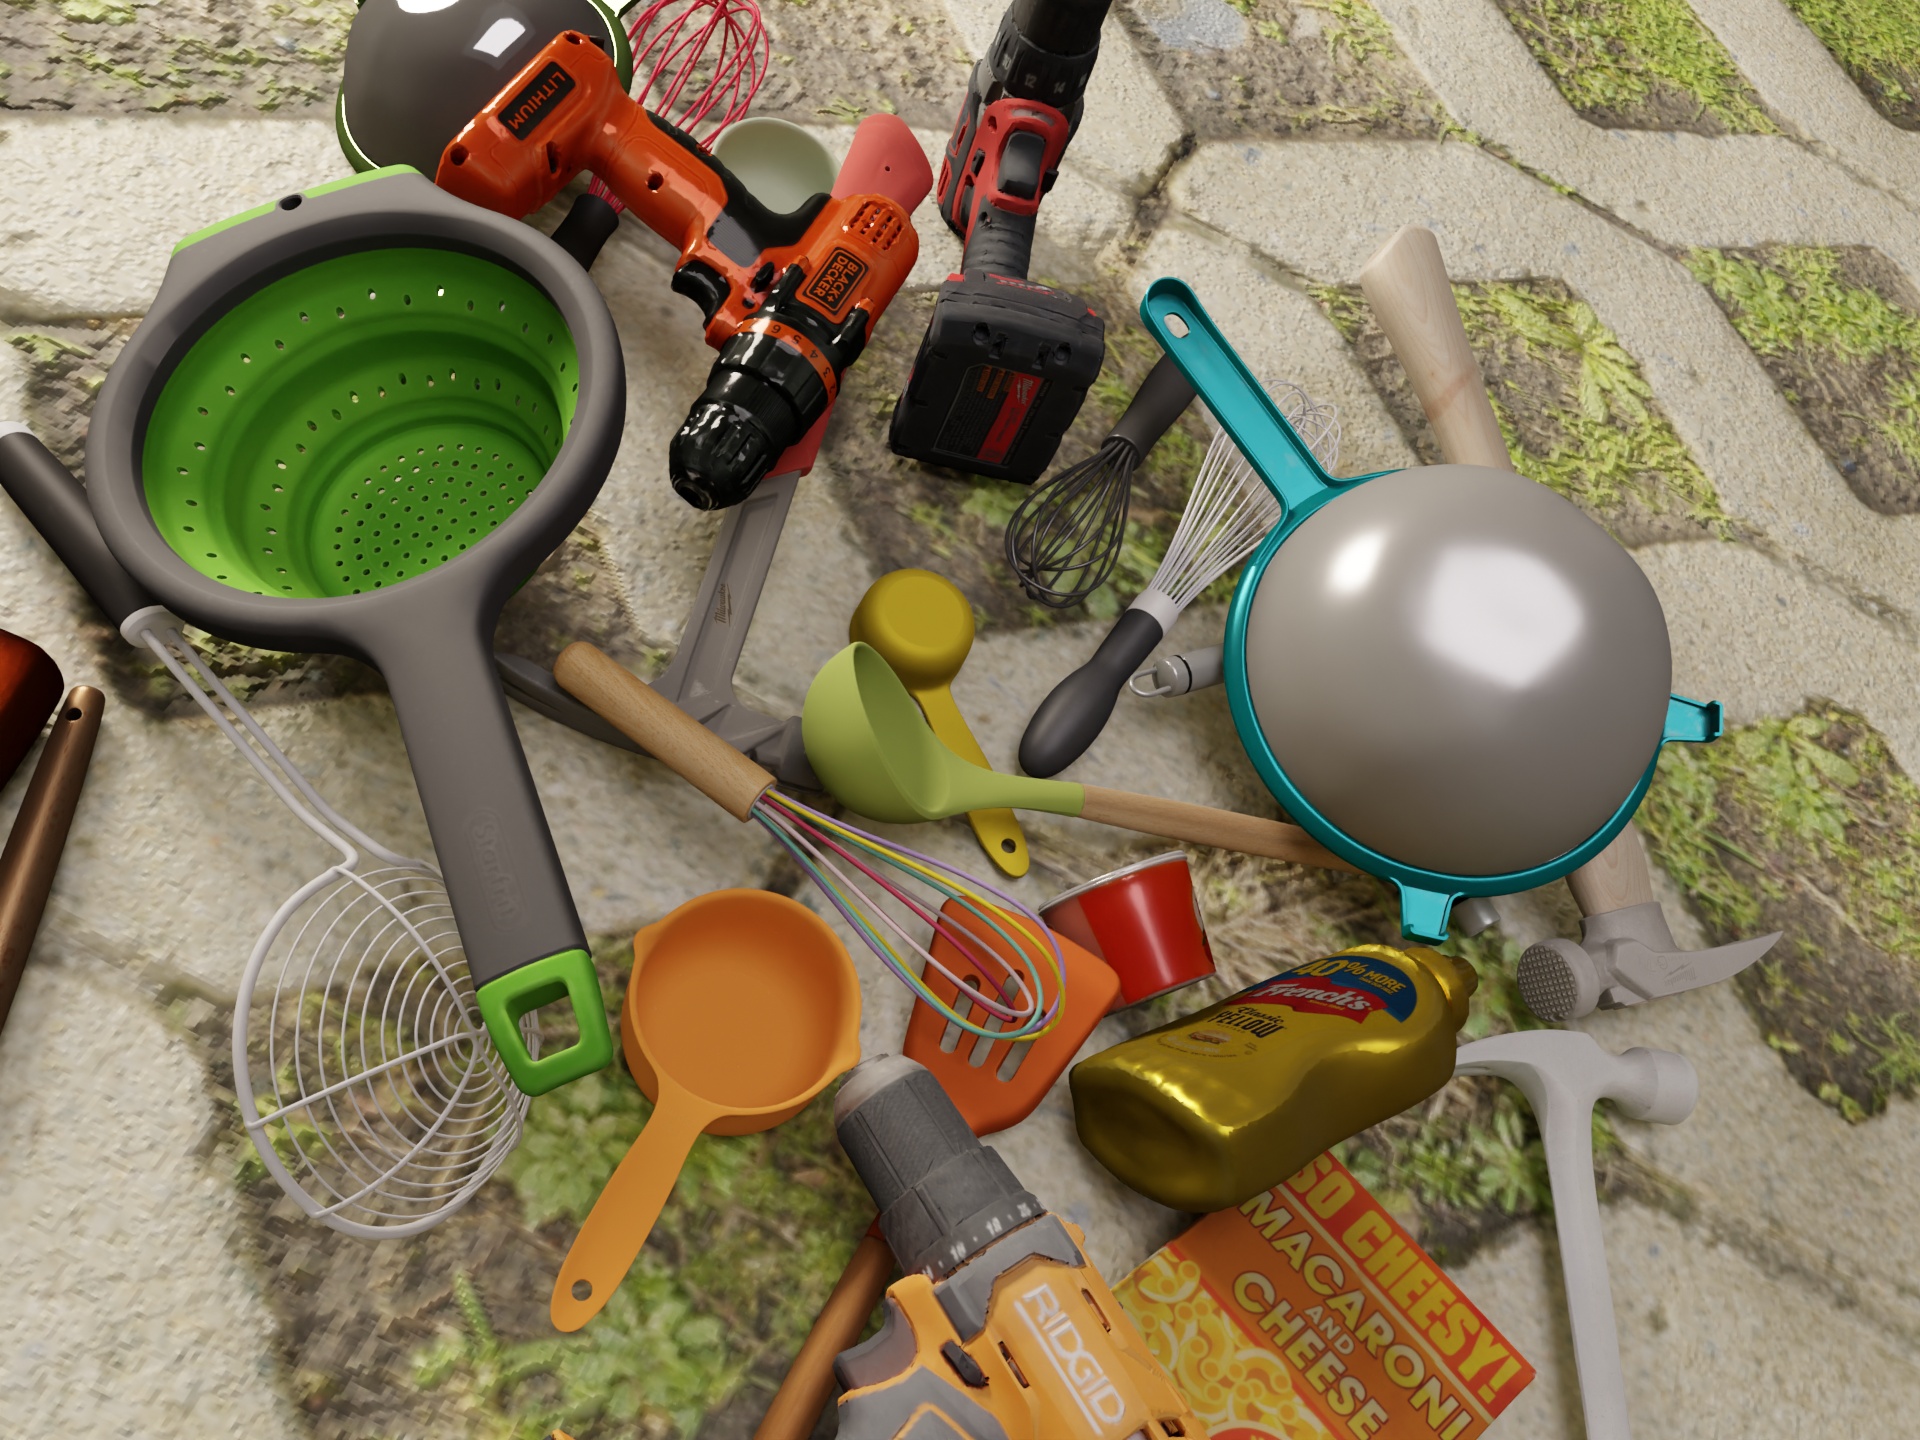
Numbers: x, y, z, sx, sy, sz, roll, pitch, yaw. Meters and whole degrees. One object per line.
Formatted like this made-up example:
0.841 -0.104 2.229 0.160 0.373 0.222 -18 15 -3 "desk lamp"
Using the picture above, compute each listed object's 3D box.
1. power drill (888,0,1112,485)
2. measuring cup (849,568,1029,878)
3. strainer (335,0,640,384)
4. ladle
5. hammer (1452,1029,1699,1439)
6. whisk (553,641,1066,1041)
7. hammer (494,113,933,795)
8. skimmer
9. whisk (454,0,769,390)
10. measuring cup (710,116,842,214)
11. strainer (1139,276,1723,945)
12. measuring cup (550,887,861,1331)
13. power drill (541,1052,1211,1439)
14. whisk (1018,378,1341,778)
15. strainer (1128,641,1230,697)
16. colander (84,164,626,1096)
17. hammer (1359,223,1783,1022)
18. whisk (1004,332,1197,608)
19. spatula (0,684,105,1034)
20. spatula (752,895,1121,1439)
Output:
0.029 -0.253 0.782 0.080 0.187 0.227 11 63 -11 "power drill"
-0.001 -0.002 0.719 0.062 0.029 0.157 -14 66 -26 "measuring cup"
-0.241 -0.276 0.738 0.151 0.069 0.257 0 64 7 "strainer"
0.080 0.032 0.697 0.320 0.062 0.078 12 41 -23 "ladle"
0.256 0.318 0.628 0.144 0.035 0.406 12 59 -14 "hammer"
-0.063 0.048 0.623 0.245 0.047 0.051 35 57 9 "whisk"
-0.088 -0.146 0.742 0.149 0.036 0.359 19 65 -9 "hammer"
-0.282 0.026 0.592 0.363 0.090 0.127 43 18 20 "skimmer"
-0.173 -0.267 0.794 0.073 0.073 0.296 25 63 -5 "whisk"
-0.093 -0.225 0.814 0.083 0.038 0.168 0 76 -26 "measuring cup"
0.194 -0.085 0.716 0.211 0.095 0.340 -32 79 -15 "strainer"
-0.103 0.146 0.588 0.095 0.052 0.174 30 58 -2 "measuring cup"
-0.051 0.227 0.514 0.226 0.084 0.185 -25 65 -24 "power drill"
0.111 -0.072 0.787 0.070 0.070 0.285 38 62 3 "whisk"
0.185 -0.044 0.792 0.258 0.050 0.087 -15 64 -30 "strainer"
-0.195 -0.036 0.604 0.204 0.094 0.397 -22 64 -7 "colander"
0.290 -0.063 0.803 0.146 0.038 0.411 -6 75 -26 "hammer"
0.086 -0.137 0.819 0.055 0.055 0.239 34 52 1 "whisk"
-0.334 0.120 0.523 0.082 0.044 0.318 8 59 -11 "spatula"
-0.040 0.210 0.579 0.081 0.041 0.323 26 57 9 "spatula"
